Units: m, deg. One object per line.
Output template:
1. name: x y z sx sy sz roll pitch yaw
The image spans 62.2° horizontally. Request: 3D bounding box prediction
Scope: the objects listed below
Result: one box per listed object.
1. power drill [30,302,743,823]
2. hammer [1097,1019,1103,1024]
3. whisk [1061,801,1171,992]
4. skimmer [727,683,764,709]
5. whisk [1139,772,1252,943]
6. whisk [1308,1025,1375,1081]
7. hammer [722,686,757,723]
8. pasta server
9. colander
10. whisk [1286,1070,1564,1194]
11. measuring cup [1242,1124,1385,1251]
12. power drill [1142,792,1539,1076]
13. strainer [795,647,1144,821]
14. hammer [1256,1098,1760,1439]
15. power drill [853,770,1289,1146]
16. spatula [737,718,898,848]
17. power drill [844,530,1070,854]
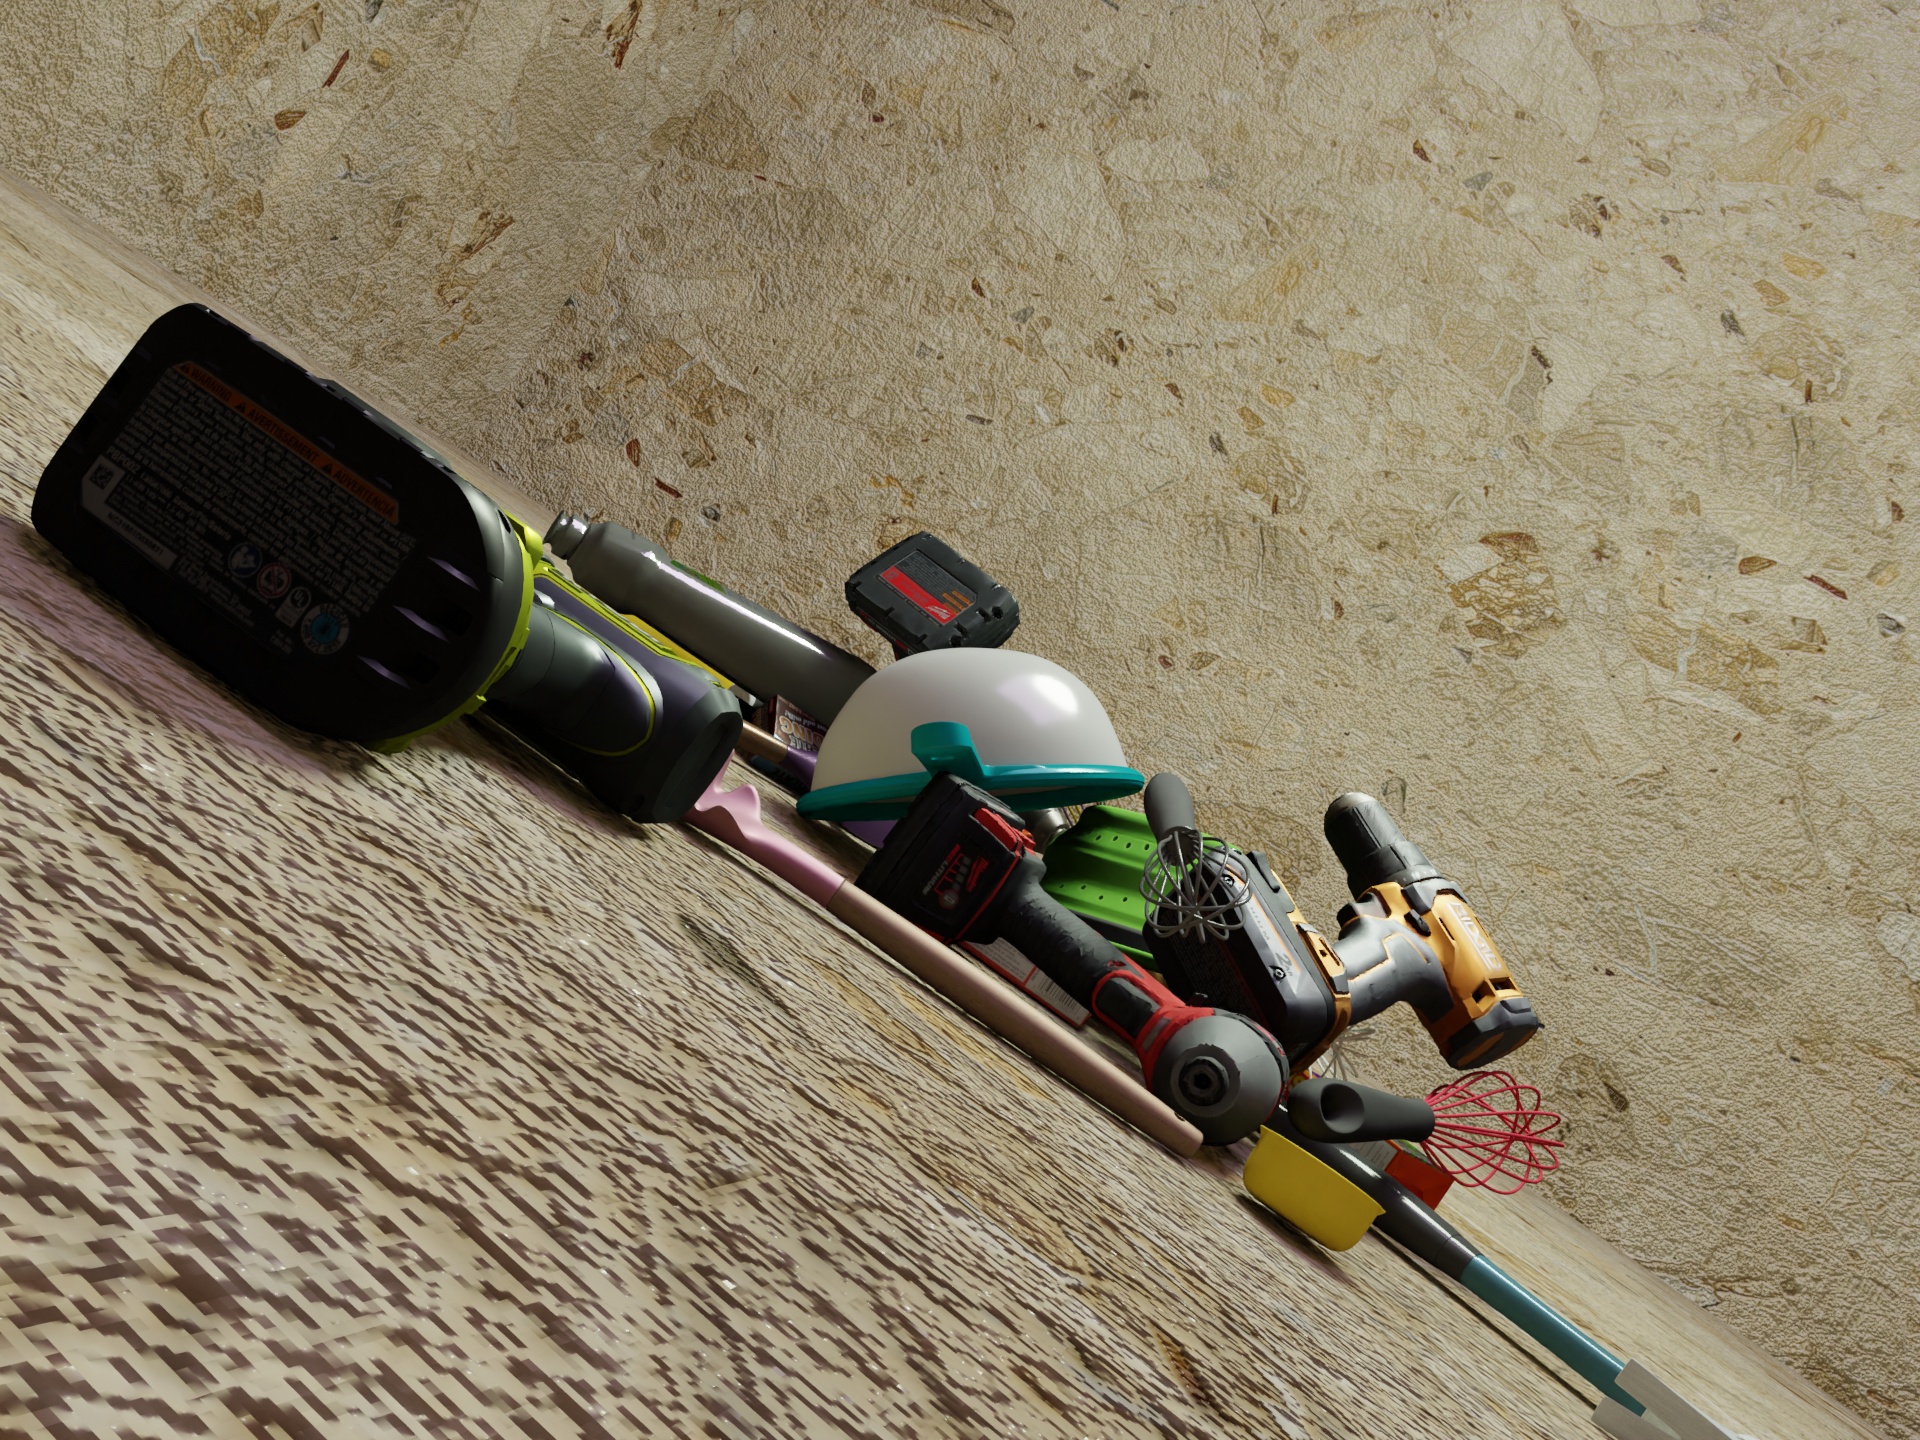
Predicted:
1. power drill: -0.182 -0.046 0.522 0.190 0.080 0.228 34 -3 10
2. hammer: 0.167 0.218 1.102 0.149 0.037 0.358 34 -1 27
3. whisk: 0.117 0.125 1.277 0.047 0.051 0.244 -1 -60 52
4. skimmer: -0.151 0.003 1.431 0.127 0.090 0.363 28 7 9
5. whisk: 0.116 0.063 0.839 0.055 0.055 0.239 34 12 -5
6. whisk: 0.229 0.207 1.048 0.246 0.058 0.059 60 8 -81
7. hammer: -0.143 0.011 1.176 0.149 0.036 0.408 35 1 40
8. pasta server: -0.026 0.083 0.668 0.316 0.040 0.060 35 12 1
9. colander: 0.111 0.119 1.115 0.204 0.094 0.397 18 -6 -5
10. whisk: 0.257 0.220 0.869 0.295 0.073 0.073 20 10 -47
11. measuring cup: 0.148 0.214 0.722 0.062 0.029 0.156 34 -12 10
12. power drill: 0.216 0.119 0.929 0.226 0.084 0.186 3 48 -36
13. strainer: -0.001 -0.003 0.905 0.211 0.095 0.340 -5 -9 3
14. hammer: 0.255 0.277 0.825 0.331 0.033 0.128 33 -2 41
15. power drill: 0.061 0.122 0.773 0.220 0.078 0.143 37 1 18
16. spatula: -0.137 0.013 1.029 0.315 0.060 0.018 30 -40 -34
17. power drill: 0.004 -0.010 1.187 0.188 0.080 0.226 40 -25 33
